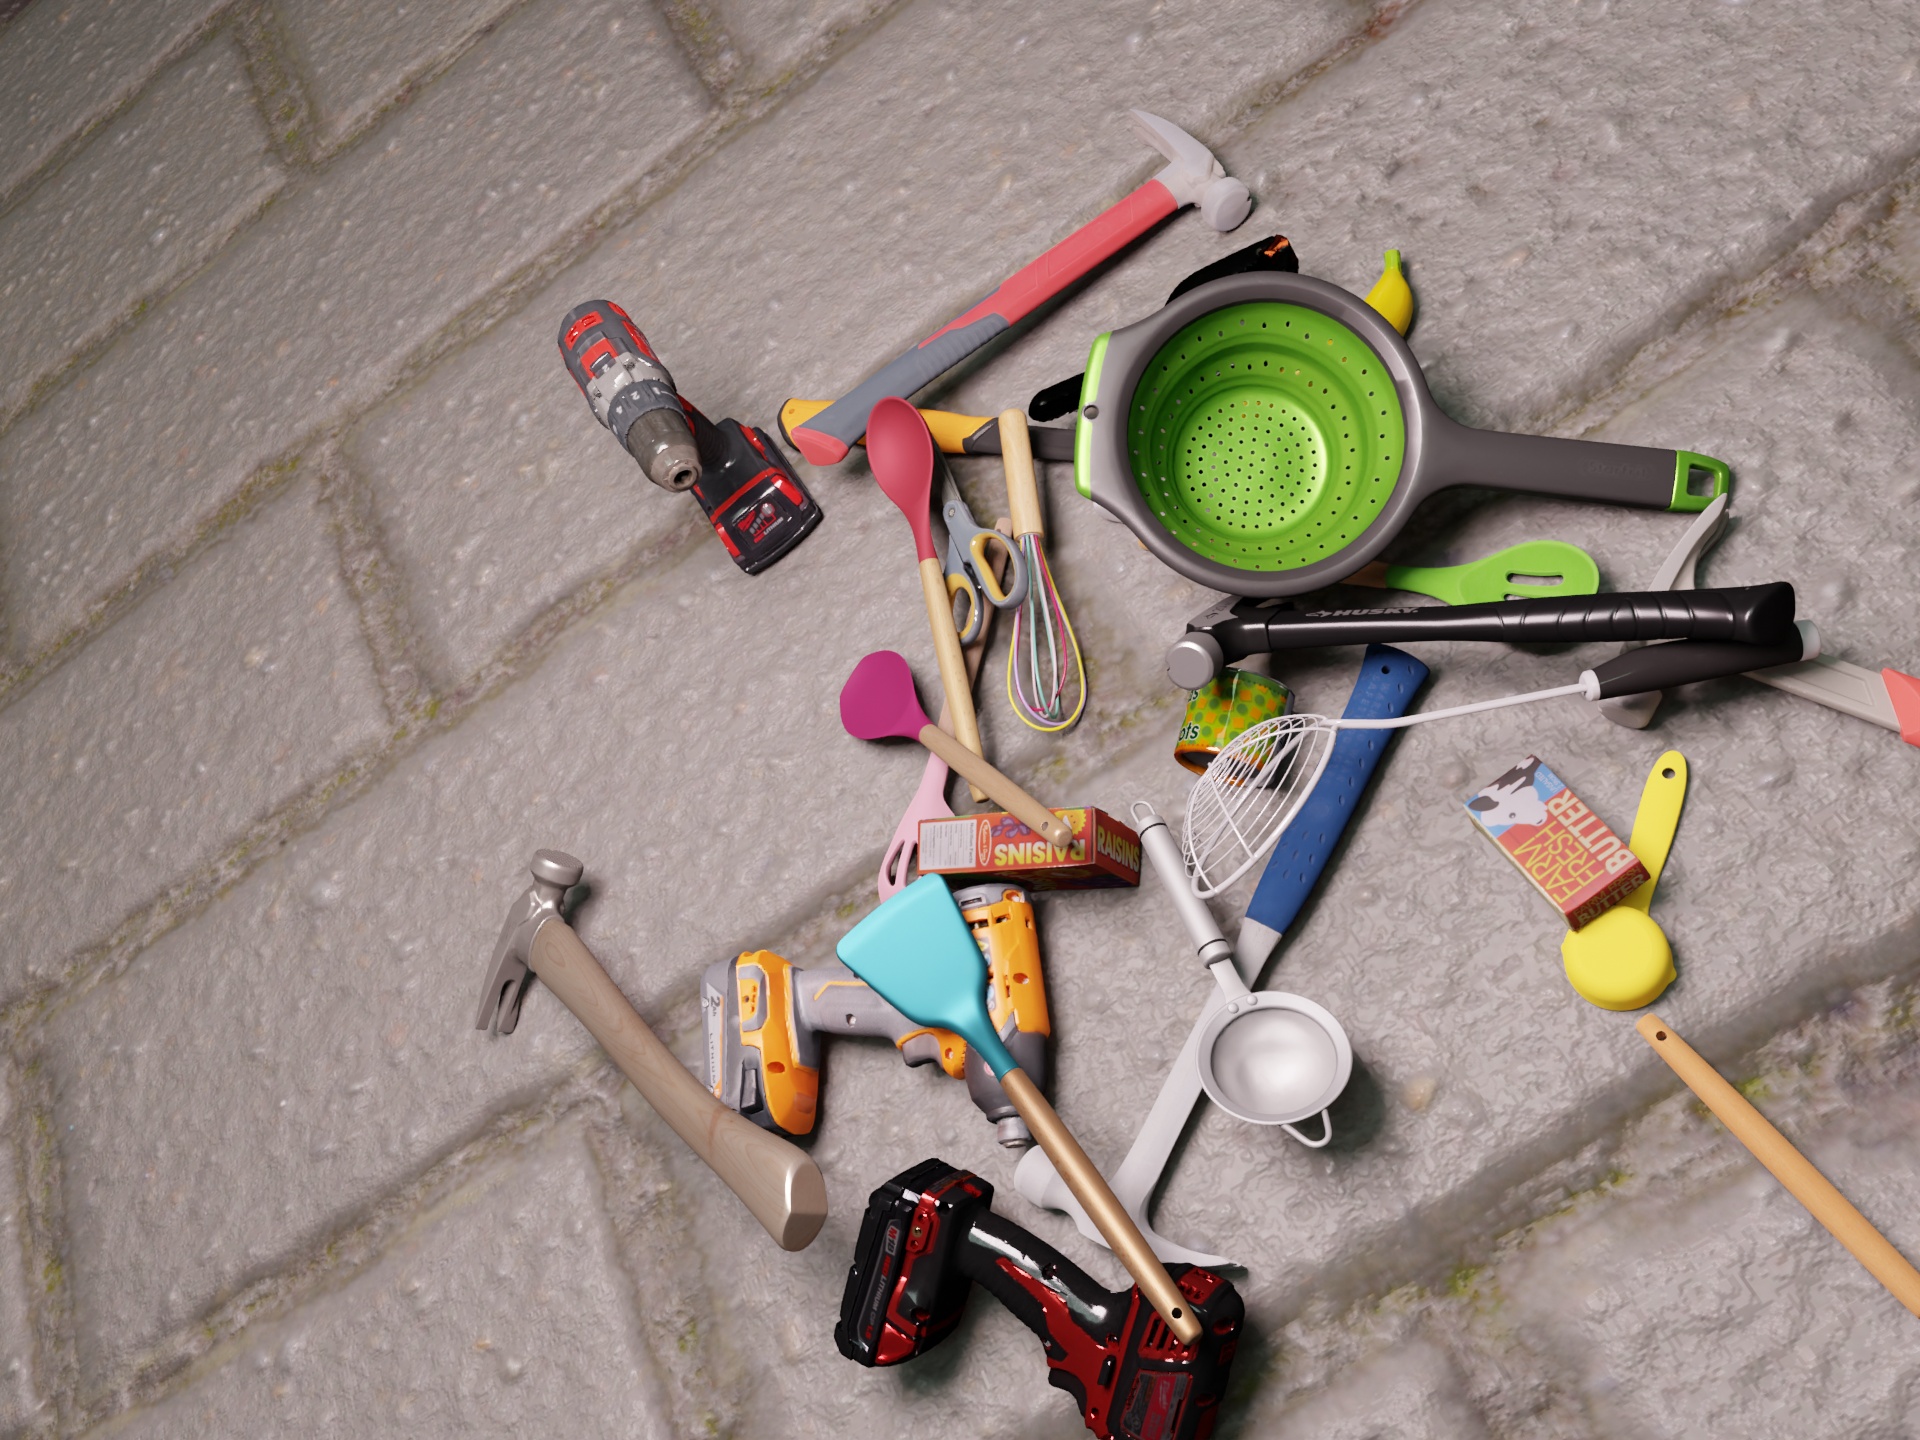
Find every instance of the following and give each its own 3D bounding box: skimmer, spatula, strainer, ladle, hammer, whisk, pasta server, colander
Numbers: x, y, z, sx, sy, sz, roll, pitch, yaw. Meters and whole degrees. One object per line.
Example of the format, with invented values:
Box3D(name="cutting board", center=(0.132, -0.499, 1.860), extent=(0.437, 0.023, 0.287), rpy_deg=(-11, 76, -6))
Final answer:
Box3D(name="skimmer", center=(0.301, 0.021, 0.905), extent=(0.363, 0.127, 0.090), rpy_deg=(-12, 100, 8))
Box3D(name="spatula", center=(0.038, 0.221, 0.915), extent=(0.082, 0.044, 0.318), rpy_deg=(-37, 51, -4))
Box3D(name="strainer", center=(0.155, 0.145, 0.937), extent=(0.087, 0.050, 0.259), rpy_deg=(-20, 52, -4))
Box3D(name="ladle", center=(-0.017, -0.090, 1.127), extent=(0.069, 0.031, 0.316), rpy_deg=(-36, 60, 46))
Box3D(name="hammer", center=(0.299, -0.059, 0.930), extent=(0.335, 0.146, 0.035), rpy_deg=(-1, 110, 32))
Box3D(name="hammer", center=(0.028, -0.328, 1.227), extent=(0.386, 0.038, 0.143), rpy_deg=(-35, 55, -2))
Box3D(name="whisk", center=(0.048, -0.109, 1.127), extent=(0.047, 0.051, 0.245), rpy_deg=(-17, 70, 29))
Box3D(name="hammer", center=(-0.215, 0.230, 1.055), extent=(0.411, 0.038, 0.146), rpy_deg=(29, 100, 47))
Box3D(name="hammer", center=(0.185, 0.138, 0.969), extent=(0.144, 0.035, 0.405), rpy_deg=(23, 80, 33))
Box3D(name="pasta server", center=(-0.002, -0.004, 1.136), extent=(0.060, 0.040, 0.316), rpy_deg=(3, 66, 28))
Box3D(name="colander", center=(0.272, -0.164, 1.015), extent=(0.397, 0.094, 0.204), rpy_deg=(7, 87, 5))
Box3D(name="hammer", center=(0.543, -0.002, 0.851), extent=(0.359, 0.036, 0.149), rpy_deg=(28, 82, 34))
Box3D(name="spatula", center=(0.456, 0.270, 0.782), extent=(0.081, 0.041, 0.323), rpy_deg=(-41, 52, 5))
Box3D(name="hammer", center=(0.001, -0.229, 1.230), extent=(0.337, 0.034, 0.127), rpy_deg=(11, 74, 30))

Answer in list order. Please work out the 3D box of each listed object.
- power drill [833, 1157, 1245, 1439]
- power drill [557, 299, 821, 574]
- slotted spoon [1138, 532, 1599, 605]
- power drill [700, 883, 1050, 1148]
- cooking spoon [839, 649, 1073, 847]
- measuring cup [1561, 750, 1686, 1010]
Box3D(name="power drill", center=(0.044, 0.353, 0.912), extent=(0.220, 0.078, 0.143), rpy_deg=(17, 97, 26))
Box3D(name="power drill", center=(-0.198, -0.200, 1.201), extent=(0.080, 0.226, 0.188), rpy_deg=(-39, 56, 7))
Box3D(name="slotted spoon", center=(0.258, -0.100, 1.046), extent=(0.314, 0.031, 0.070), rpy_deg=(13, 74, 33))
Box3D(name="power drill", center=(-0.051, 0.209, 1.033), extent=(0.226, 0.084, 0.164), rpy_deg=(-16, 64, 16))
Box3D(name="cooking spoon", center=(-0.010, 0.018, 1.070), extent=(0.069, 0.017, 0.319), rpy_deg=(-58, 33, 2))
Box3D(name="measuring cup", center=(0.382, 0.085, 0.896), extent=(0.062, 0.029, 0.156), rpy_deg=(13, 76, 31))
